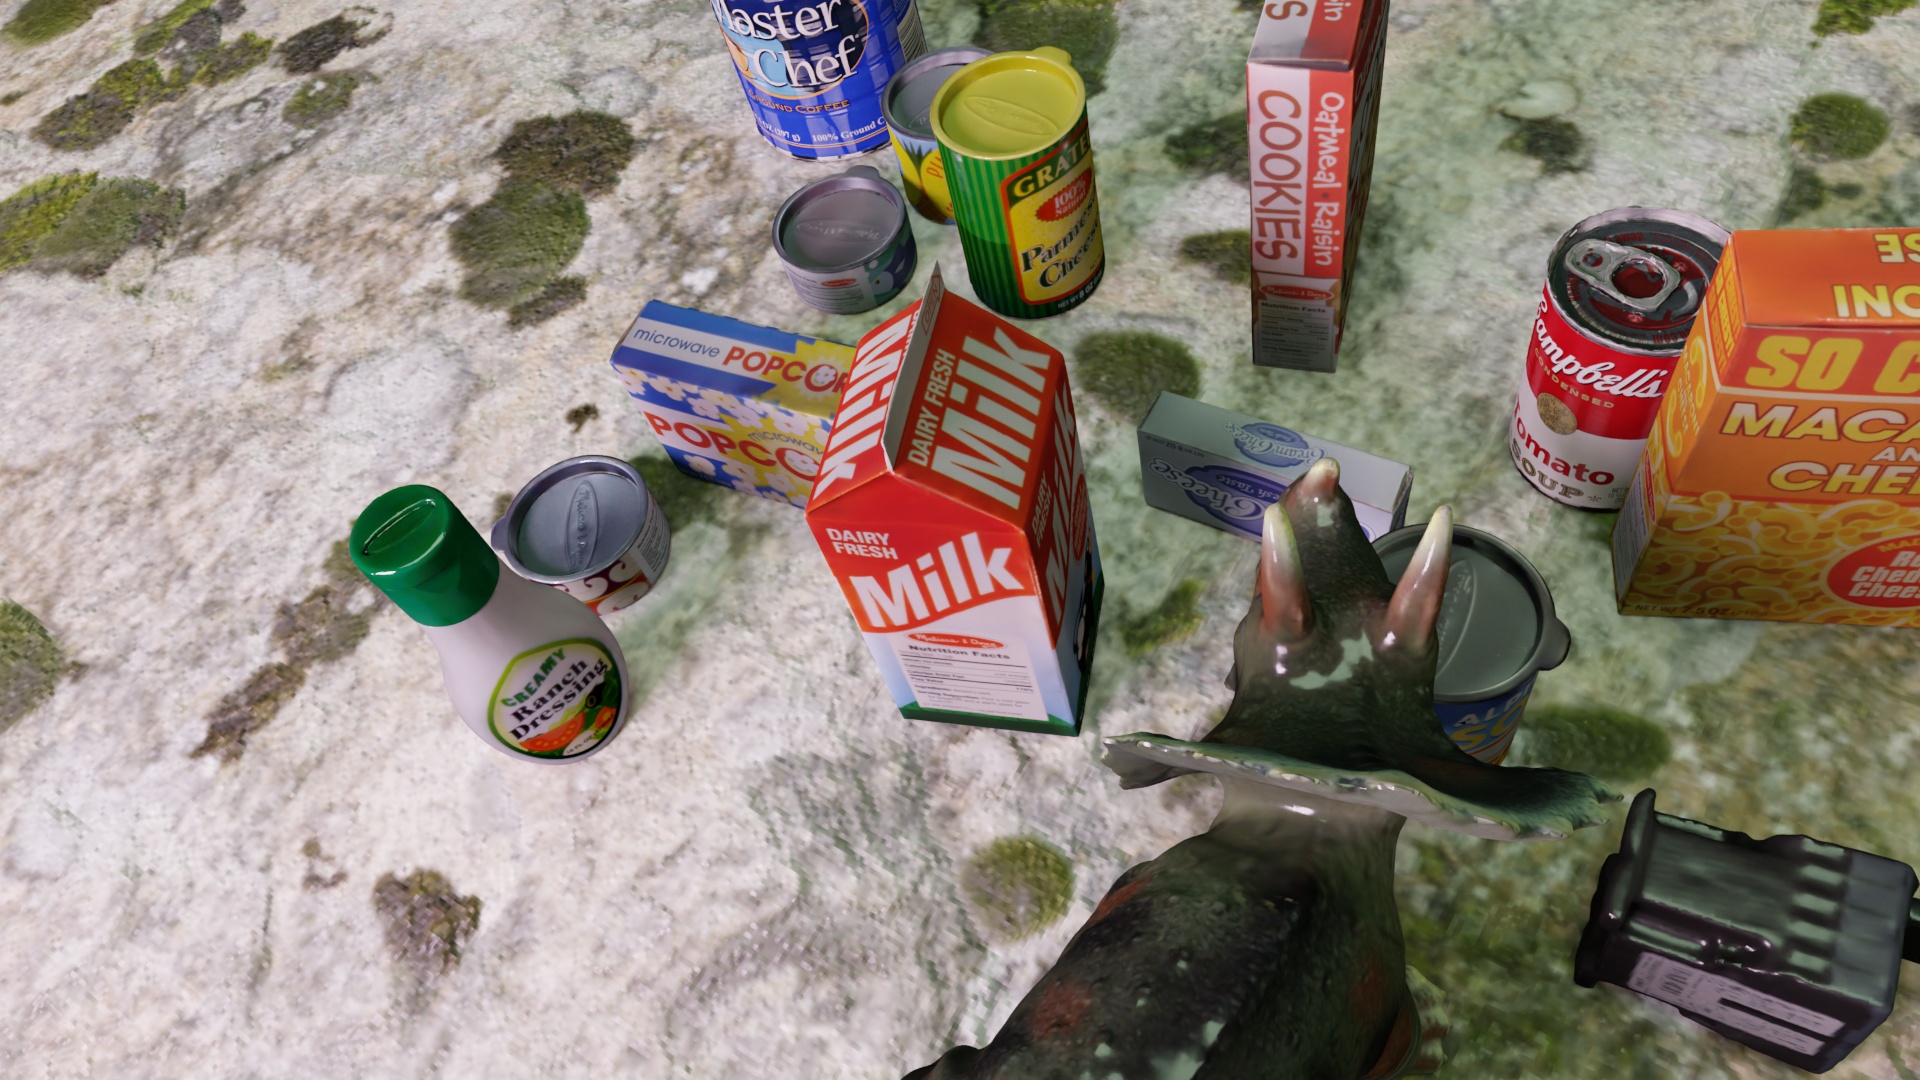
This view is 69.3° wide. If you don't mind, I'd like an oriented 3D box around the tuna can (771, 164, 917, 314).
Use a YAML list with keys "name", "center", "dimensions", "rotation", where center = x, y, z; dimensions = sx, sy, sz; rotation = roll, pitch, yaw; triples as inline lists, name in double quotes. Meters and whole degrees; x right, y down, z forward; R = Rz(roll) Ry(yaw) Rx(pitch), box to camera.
- name: "tuna can"
  center: [-0.055, -0.147, 0.677]
  dimensions: [0.071, 0.032, 0.071]
  rotation: [-5, 57, 9]

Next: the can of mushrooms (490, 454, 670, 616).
- name: "can of mushrooms"
  center: [-0.165, -0.001, 0.607]
  dimensions: [0.071, 0.033, 0.071]
  rotation: [-5, 57, 9]

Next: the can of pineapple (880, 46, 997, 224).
- name: "can of pineapple"
  center: [-0.001, -0.197, 0.683]
  dimensions: [0.071, 0.057, 0.071]
  rotation: [-6, 57, 9]

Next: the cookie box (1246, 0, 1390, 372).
- name: "cookie box"
  center: [0.148, -0.169, 0.568]
  dimensions: [0.040, 0.166, 0.123]
  rotation: [9, 60, 17]

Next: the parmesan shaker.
- name: "parmesan shaker"
  center: [0.031, -0.158, 0.625]
  dimensions: [0.071, 0.102, 0.071]
  rotation: [-6, 57, 9]

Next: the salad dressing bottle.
- name: "salad dressing bottle"
  center: [-0.172, 0.034, 0.517]
  dimensions: [0.064, 0.147, 0.044]
  rotation: [-40, 59, -14]

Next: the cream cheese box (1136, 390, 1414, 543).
- name: "cream cheese box"
  center: [0.122, -0.021, 0.547]
  dimensions: [0.104, 0.053, 0.024]
  rotation: [20, 64, 23]

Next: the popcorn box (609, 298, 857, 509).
- name: "popcorn box"
  center: [-0.075, -0.051, 0.588]
  dimensions: [0.127, 0.085, 0.038]
  rotation: [16, 63, 21]

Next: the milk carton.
- name: "milk carton"
  center: [0.002, -0.006, 0.480]
  dimensions: [0.073, 0.189, 0.073]
  rotation: [4, 59, 15]

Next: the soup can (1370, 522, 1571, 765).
- name: "soup can"
  center: [0.164, 0.045, 0.477]
  dimensions: [0.071, 0.083, 0.072]
  rotation: [-6, 57, 9]

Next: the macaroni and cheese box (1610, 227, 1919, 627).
- name: "macaroni and cheese box"
  center: [0.294, -0.028, 0.447]
  dimensions: [0.124, 0.165, 0.040]
  rotation: [2, 59, 13]
